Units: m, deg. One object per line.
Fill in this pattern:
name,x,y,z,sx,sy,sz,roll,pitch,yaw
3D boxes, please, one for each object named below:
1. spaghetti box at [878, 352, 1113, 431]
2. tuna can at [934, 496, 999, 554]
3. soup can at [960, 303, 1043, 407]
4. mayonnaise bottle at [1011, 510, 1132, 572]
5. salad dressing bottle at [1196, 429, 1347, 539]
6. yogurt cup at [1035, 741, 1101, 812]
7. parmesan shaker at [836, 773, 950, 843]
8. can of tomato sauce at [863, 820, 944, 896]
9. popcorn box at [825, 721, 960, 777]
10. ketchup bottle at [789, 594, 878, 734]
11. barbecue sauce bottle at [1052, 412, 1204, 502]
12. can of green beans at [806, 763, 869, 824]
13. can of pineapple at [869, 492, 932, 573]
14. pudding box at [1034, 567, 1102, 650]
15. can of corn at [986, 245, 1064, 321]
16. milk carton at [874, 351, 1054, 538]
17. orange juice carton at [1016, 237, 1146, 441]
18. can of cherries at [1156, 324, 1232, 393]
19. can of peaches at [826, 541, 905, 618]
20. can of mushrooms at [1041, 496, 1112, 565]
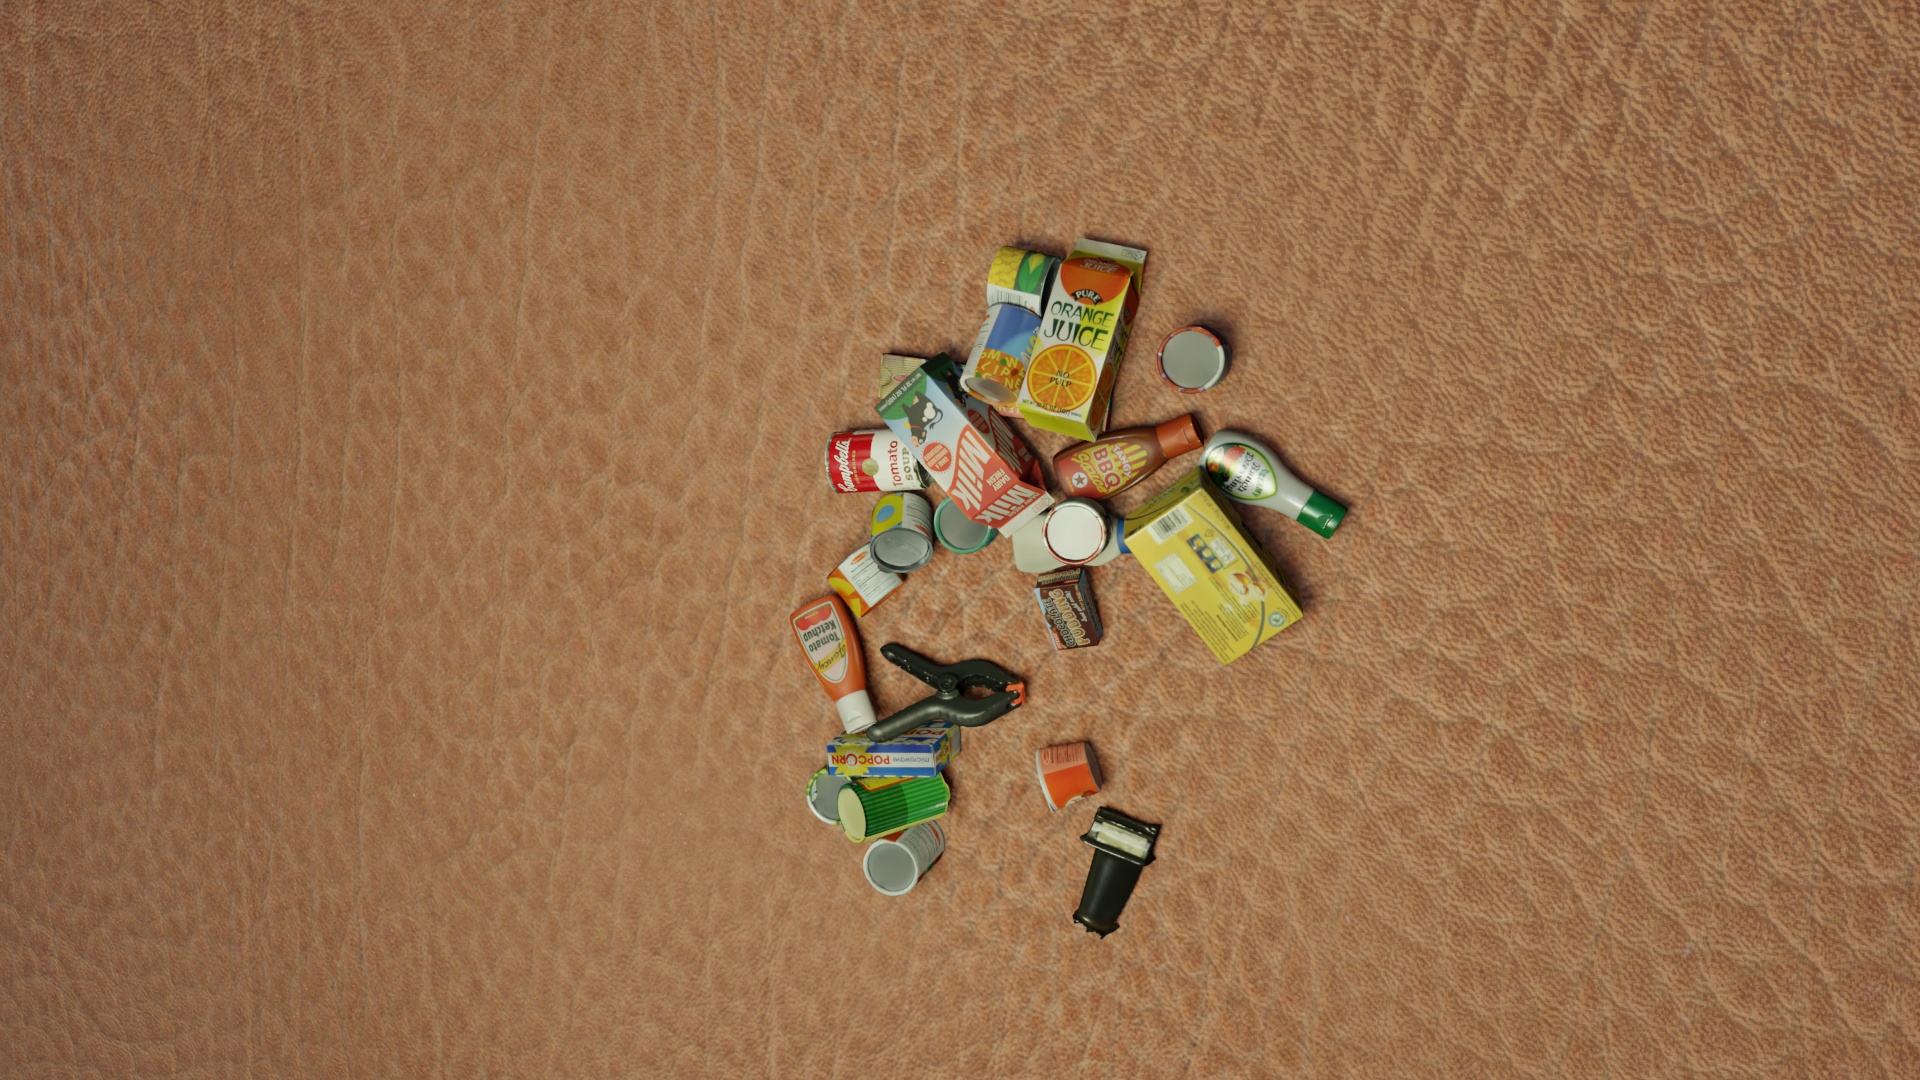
spaghetti box,0.036,-0.155,1.441,0.250,0.029,0.050,10,102,17
tuna can,0.005,-0.018,1.473,0.071,0.033,0.071,3,100,18
soup can,0.047,-0.183,1.387,0.071,0.071,0.084,16,74,15
mayonnaise bottle,0.129,-0.002,1.431,0.148,0.041,0.064,-3,102,18
salad dressing bottle,0.305,-0.054,1.359,0.148,0.044,0.064,31,110,11
yogurt cup,0.116,0.246,1.466,0.054,0.072,0.072,-18,93,13
parmesan shaker,-0.073,0.282,1.502,0.071,0.103,0.071,20,115,52
can of tomato sauce,-0.063,0.347,1.533,0.071,0.083,0.071,3,101,19
popcorn box,-0.072,0.227,1.514,0.126,0.085,0.038,-3,100,20
ketchup bottle,-0.133,0.137,1.522,0.064,0.043,0.149,-26,75,11
barbecue sauce bottle,0.171,-0.085,1.400,0.148,0.044,0.064,-22,99,20
can of green beans,-0.132,0.278,1.558,0.071,0.058,0.071,3,101,18
can of pineapple,-0.063,-0.008,1.471,0.071,0.058,0.070,0,134,0
pudding box,0.112,0.071,1.438,0.049,0.030,0.083,-8,121,21
can of corn,0.065,-0.261,1.395,0.058,0.071,0.071,16,104,16
milk carton,0.010,-0.092,1.412,0.072,0.074,0.190,-39,93,28
orange juice carton,0.122,-0.203,1.365,0.072,0.073,0.193,16,84,16
can of cherries,0.226,-0.178,1.357,0.071,0.058,0.071,3,101,18
can of peaches,-0.102,0.043,1.505,0.071,0.071,0.058,-42,86,20
can of mushrooms,0.117,-0.007,1.393,0.071,0.033,0.071,3,100,16
